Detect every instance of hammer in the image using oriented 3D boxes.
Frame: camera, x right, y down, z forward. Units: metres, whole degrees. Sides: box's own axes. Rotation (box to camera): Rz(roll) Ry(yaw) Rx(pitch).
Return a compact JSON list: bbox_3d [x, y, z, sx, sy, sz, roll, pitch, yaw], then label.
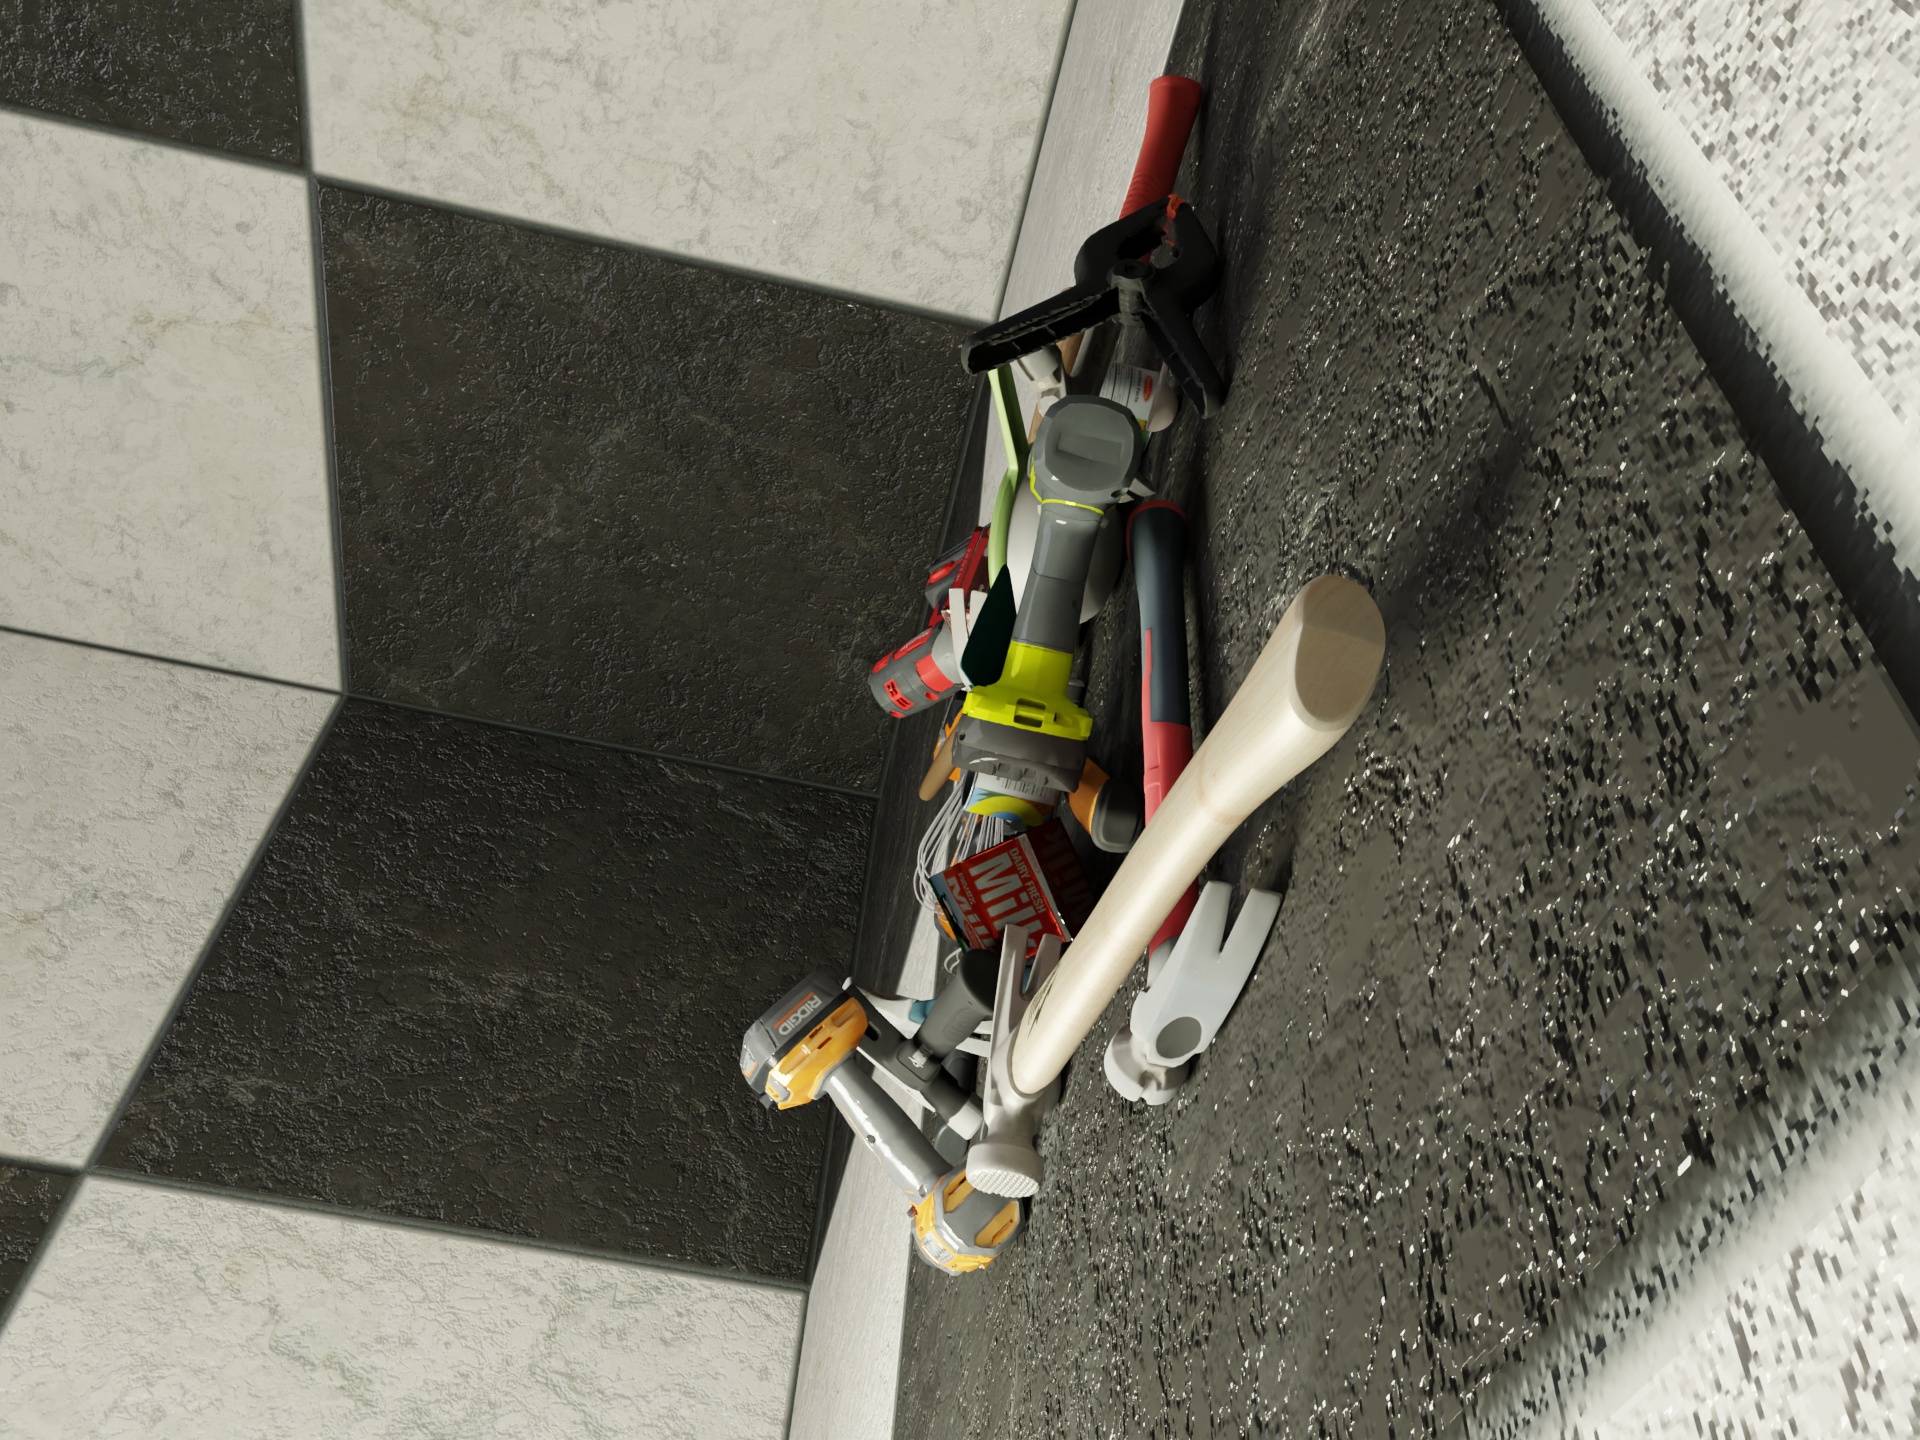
[{"bbox_3d":[0.112,-0.004,0.823,0.387,0.038,0.143,-84,9,-47],"label":"hammer"},{"bbox_3d":[-0.016,0.210,1.096,0.035,0.146,0.334,-49,-7,-23],"label":"hammer"},{"bbox_3d":[0.079,0.047,1.090,0.337,0.034,0.127,-118,40,-82],"label":"hammer"},{"bbox_3d":[0.004,0.214,1.194,0.331,0.128,0.033,142,147,-68],"label":"hammer"},{"bbox_3d":[0.128,-0.333,1.148,0.037,0.149,0.359,-9,50,39],"label":"hammer"},{"bbox_3d":[0.055,-0.177,1.216,0.130,0.031,0.331,33,-112,-61],"label":"hammer"},{"bbox_3d":[0.076,0.070,0.680,0.410,0.038,0.146,114,169,-53],"label":"hammer"},{"bbox_3d":[0.008,0.215,1.495,0.149,0.036,0.409,106,173,-52],"label":"hammer"}]

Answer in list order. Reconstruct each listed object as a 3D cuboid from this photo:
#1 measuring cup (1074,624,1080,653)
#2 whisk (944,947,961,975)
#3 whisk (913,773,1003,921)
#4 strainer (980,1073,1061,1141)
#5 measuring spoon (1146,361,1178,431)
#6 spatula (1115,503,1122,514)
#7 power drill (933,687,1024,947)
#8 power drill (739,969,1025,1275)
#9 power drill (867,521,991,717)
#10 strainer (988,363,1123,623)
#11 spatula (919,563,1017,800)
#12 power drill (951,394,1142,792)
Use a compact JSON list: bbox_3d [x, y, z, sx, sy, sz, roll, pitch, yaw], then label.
[{"bbox_3d":[0.085,-0.051,1.335,0.156,0.029,0.062,87,-167,-57],"label":"measuring cup"},{"bbox_3d":[0.040,0.155,1.214,0.246,0.059,0.058,118,162,-56],"label":"whisk"},{"bbox_3d":[0.025,0.034,1.288,0.070,0.070,0.285,110,179,-61],"label":"whisk"},{"bbox_3d":[0.036,0.258,1.080,0.258,0.050,0.087,98,-163,-68],"label":"strainer"},{"bbox_3d":[0.151,-0.252,1.094,0.034,0.018,0.124,111,176,-72],"label":"measuring spoon"},{"bbox_3d":[0.107,-0.200,1.326,0.059,0.018,0.316,57,-175,-8],"label":"spatula"},{"bbox_3d":[0.025,0.066,1.401,0.164,0.084,0.227,111,166,-48],"label":"power drill"},{"bbox_3d":[-0.056,0.300,1.134,0.084,0.226,0.185,-40,-13,-24],"label":"power drill"},{"bbox_3d":[0.009,-0.096,1.441,0.143,0.078,0.220,-29,19,32],"label":"power drill"},{"bbox_3d":[0.070,-0.165,1.133,0.152,0.069,0.256,-61,-32,-37],"label":"strainer"},{"bbox_3d":[-0.002,-0.004,1.164,0.317,0.044,0.082,120,174,-64],"label":"spatula"},{"bbox_3d":[0.057,-0.079,0.985,0.190,0.080,0.228,-62,-15,-88],"label":"power drill"}]
